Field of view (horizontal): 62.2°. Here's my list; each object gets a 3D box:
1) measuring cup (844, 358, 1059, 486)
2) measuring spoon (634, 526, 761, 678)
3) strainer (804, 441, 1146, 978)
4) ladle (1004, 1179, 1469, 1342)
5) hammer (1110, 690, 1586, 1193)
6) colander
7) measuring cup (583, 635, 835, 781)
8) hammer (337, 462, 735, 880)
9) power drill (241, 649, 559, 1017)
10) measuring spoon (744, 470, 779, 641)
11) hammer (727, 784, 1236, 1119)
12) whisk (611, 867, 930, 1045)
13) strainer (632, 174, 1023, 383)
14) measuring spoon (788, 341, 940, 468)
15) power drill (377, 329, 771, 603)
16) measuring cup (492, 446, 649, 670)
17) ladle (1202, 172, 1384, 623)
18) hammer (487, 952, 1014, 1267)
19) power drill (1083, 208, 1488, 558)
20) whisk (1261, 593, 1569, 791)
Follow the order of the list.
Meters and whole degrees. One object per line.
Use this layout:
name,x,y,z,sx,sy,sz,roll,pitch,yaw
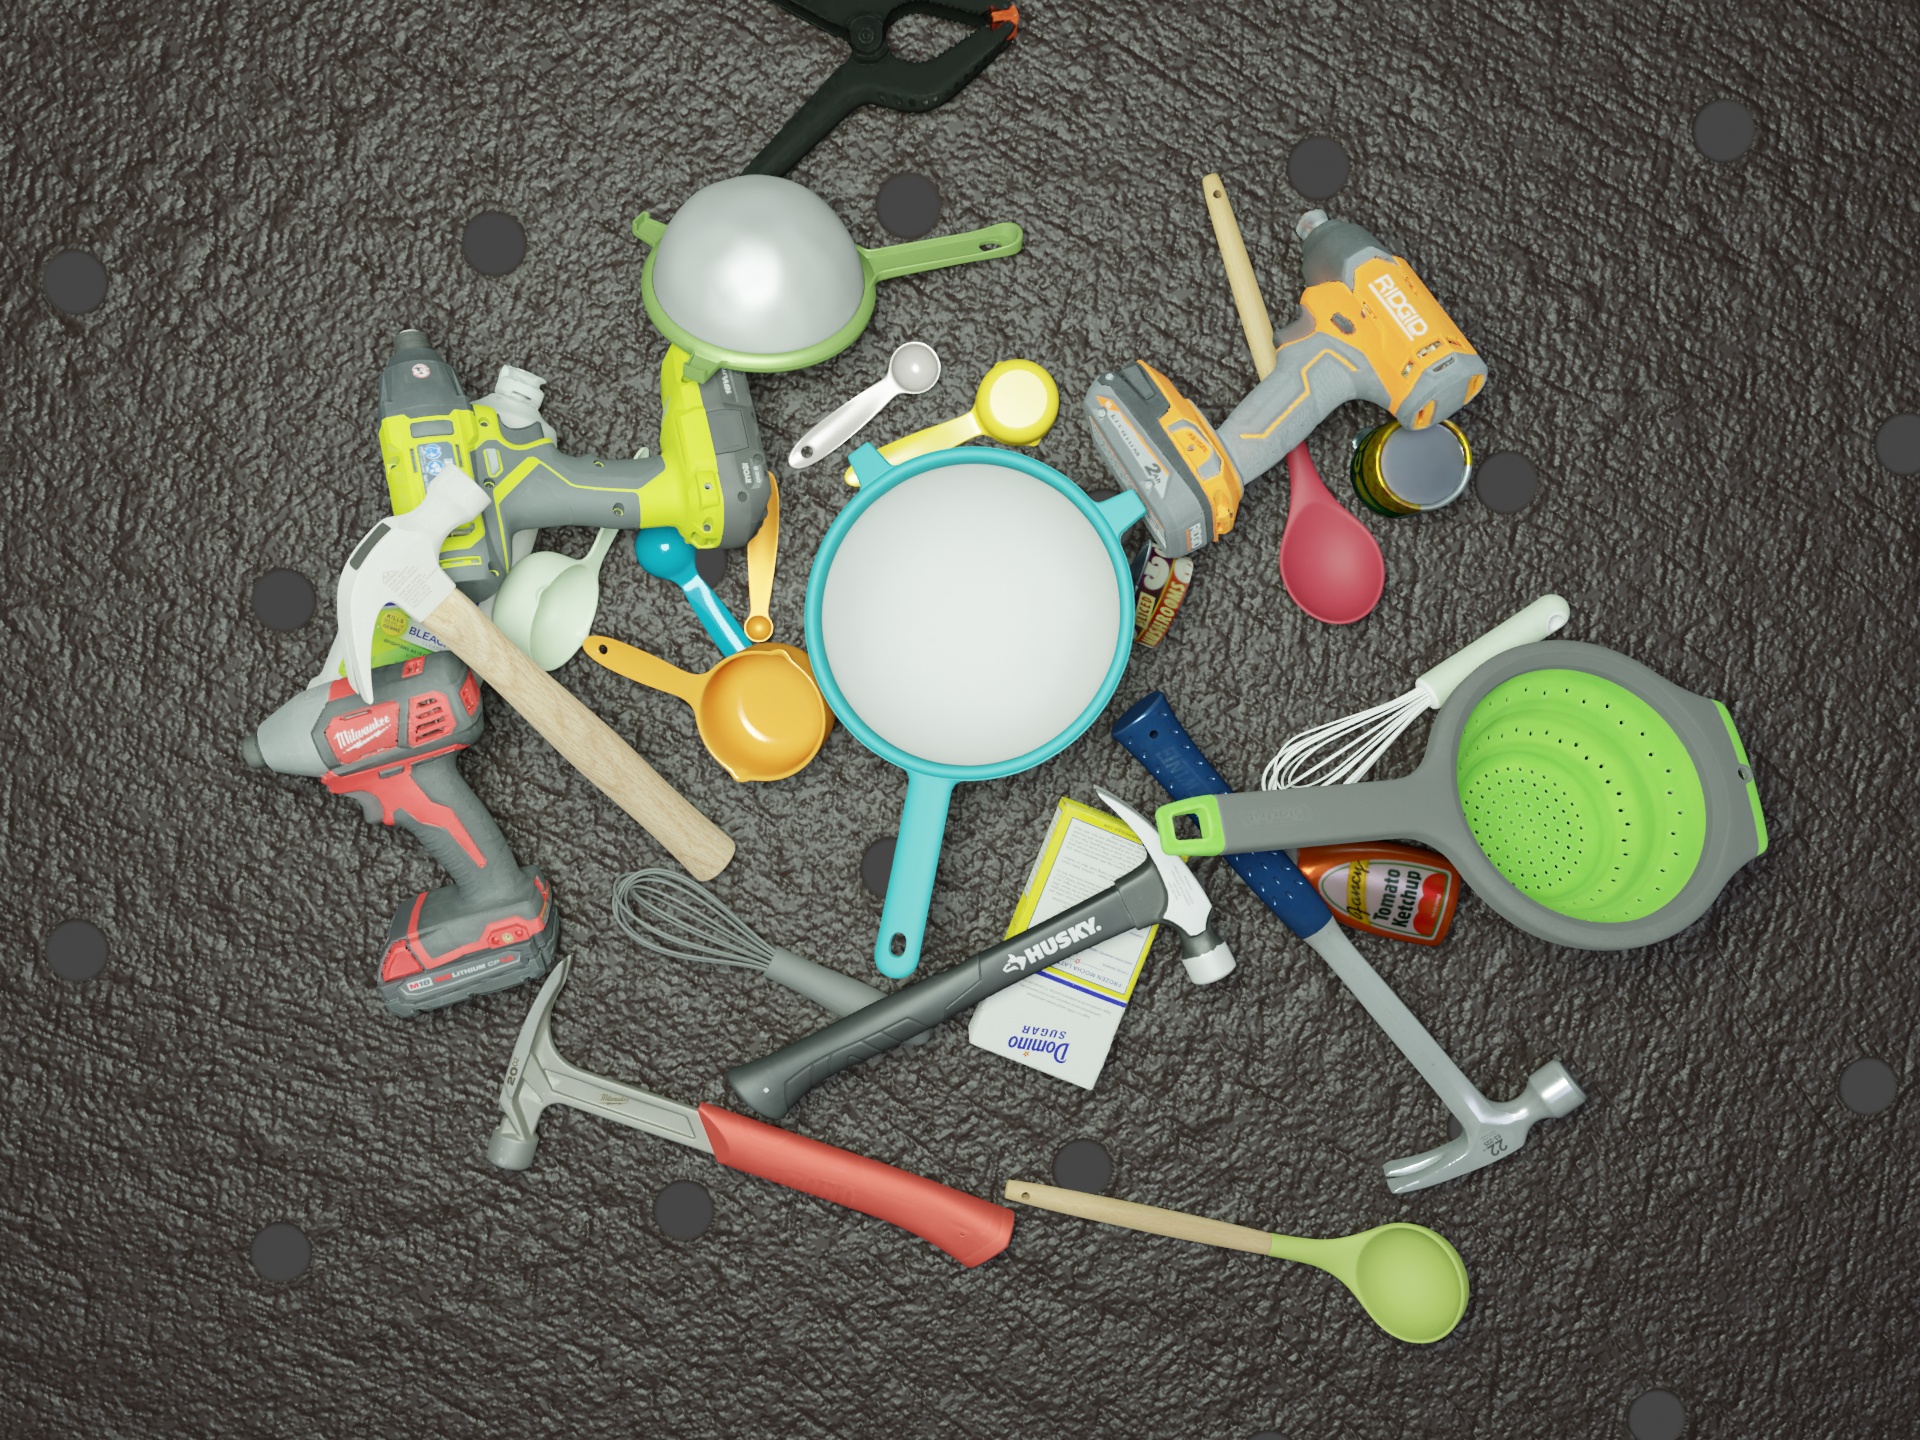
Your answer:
measuring cup,-0.006,-0.194,1.067,0.156,0.029,0.062,-25,93,-2
measuring spoon,-0.175,-0.081,1.073,0.042,0.021,0.128,-35,94,0
strainer,-0.002,-0.003,1.040,0.211,0.095,0.340,12,91,11
ladle,0.188,0.358,1.091,0.320,0.062,0.078,12,93,0
hammer,0.238,0.148,1.054,0.144,0.035,0.405,-39,101,13
colander,0.310,0.064,1.030,0.397,0.094,0.205,-4,71,-10
measuring cup,-0.165,-0.024,1.062,0.173,0.052,0.095,22,106,6
hammer,-0.246,0.001,0.976,0.130,0.031,0.331,-48,132,-11
power drill,-0.350,0.071,1.010,0.143,0.079,0.219,-16,115,-3
measuring spoon,-0.135,-0.111,1.081,0.021,0.011,0.117,3,89,-3
hammer,0.000,0.168,1.043,0.335,0.035,0.146,-26,95,3
whisk,-0.127,0.164,1.077,0.239,0.055,0.055,27,92,-6
strainer,-0.077,-0.307,1.017,0.256,0.069,0.152,-14,60,-14
measuring spoon,-0.066,-0.210,1.076,0.124,0.018,0.034,-36,94,7
power drill,-0.244,-0.171,0.997,0.223,0.080,0.171,-10,79,-21
measuring cup,-0.257,-0.114,1.056,0.038,0.083,0.168,20,75,14
ladle,0.215,-0.216,1.075,0.069,0.031,0.315,-18,92,-1
hammer,-0.133,0.285,1.088,0.359,0.037,0.149,19,93,-2
power drill,0.196,-0.223,1.020,0.226,0.084,0.164,-30,71,1
whisk,0.311,-0.014,1.081,0.246,0.059,0.057,-33,130,-3
